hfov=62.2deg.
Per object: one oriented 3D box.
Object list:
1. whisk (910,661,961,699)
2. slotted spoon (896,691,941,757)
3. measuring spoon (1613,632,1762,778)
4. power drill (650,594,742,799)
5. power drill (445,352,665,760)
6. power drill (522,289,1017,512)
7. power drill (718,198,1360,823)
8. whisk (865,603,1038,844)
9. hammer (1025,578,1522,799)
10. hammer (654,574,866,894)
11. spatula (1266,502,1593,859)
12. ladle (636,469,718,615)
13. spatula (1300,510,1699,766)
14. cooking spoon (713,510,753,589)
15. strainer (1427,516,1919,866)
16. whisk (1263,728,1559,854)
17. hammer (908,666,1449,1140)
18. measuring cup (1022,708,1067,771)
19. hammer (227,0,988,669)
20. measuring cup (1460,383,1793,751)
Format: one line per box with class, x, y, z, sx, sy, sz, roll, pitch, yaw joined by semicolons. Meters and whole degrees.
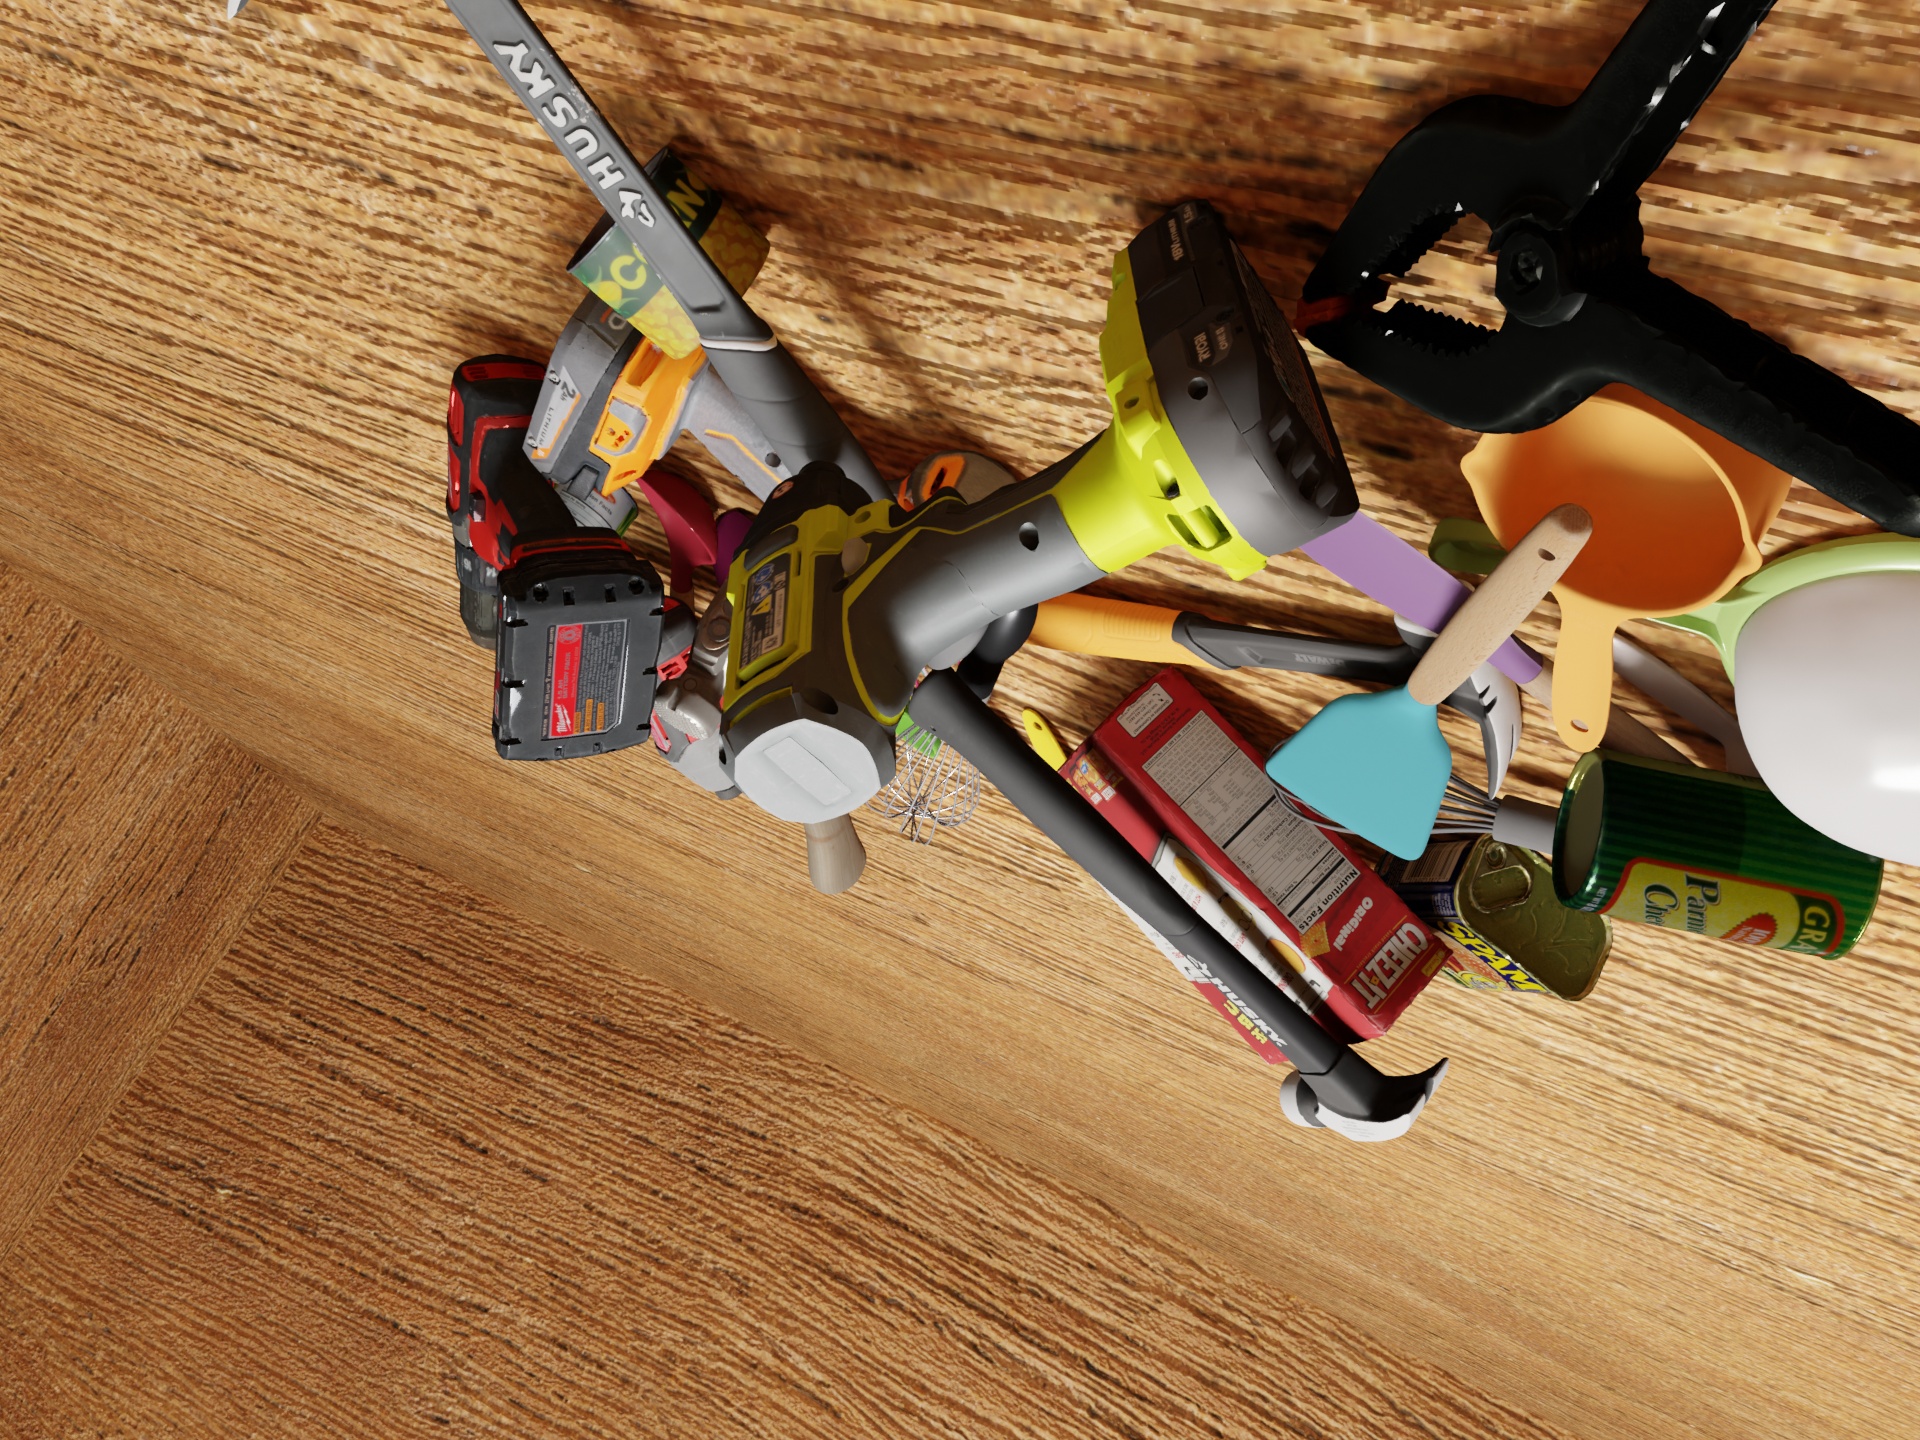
whisk;0.012;-0.003;0.993;0.051;0.047;0.244;14;159;33
slotted spoon;-0.139;-0.042;1.116;0.314;0.031;0.070;21;157;27
measuring spoon;0.294;-0.001;0.644;0.124;0.018;0.034;33;160;-10
power drill;-0.218;-0.032;1.062;0.220;0.078;0.143;27;147;49
power drill;-0.239;-0.073;0.884;0.227;0.080;0.187;57;143;42
power drill;-0.095;-0.113;0.787;0.226;0.084;0.164;30;150;-10
power drill;0.013;-0.078;0.562;0.223;0.171;0.080;-28;129;22
whisk;-0.003;-0.003;0.877;0.070;0.070;0.284;29;151;2
hammer;0.106;-0.038;0.787;0.337;0.034;0.127;12;153;39
hammer;-0.100;0.018;1.040;0.038;0.146;0.410;25;161;15
spatula;0.180;-0.010;0.606;0.082;0.044;0.317;33;170;11
ladle;-0.185;-0.077;1.055;0.069;0.031;0.315;46;158;11
spatula;0.241;-0.009;0.637;0.315;0.018;0.060;29;170;-25
cooking spoon;-0.144;-0.041;1.075;0.069;0.017;0.318;42;153;12
strainer;0.285;-0.010;0.562;0.256;0.069;0.151;20;158;20
whisk;0.258;0.047;0.757;0.239;0.055;0.055;15;155;30
hammer;0.103;0.093;0.804;0.334;0.035;0.146;43;161;-5
measuring cup;0.082;0.042;1.035;0.062;0.029;0.156;8;139;45
hammer;-0.104;-0.164;0.627;0.149;0.036;0.408;-17;130;27
measuring cup;0.223;-0.056;0.532;0.095;0.052;0.173;27;155;31
